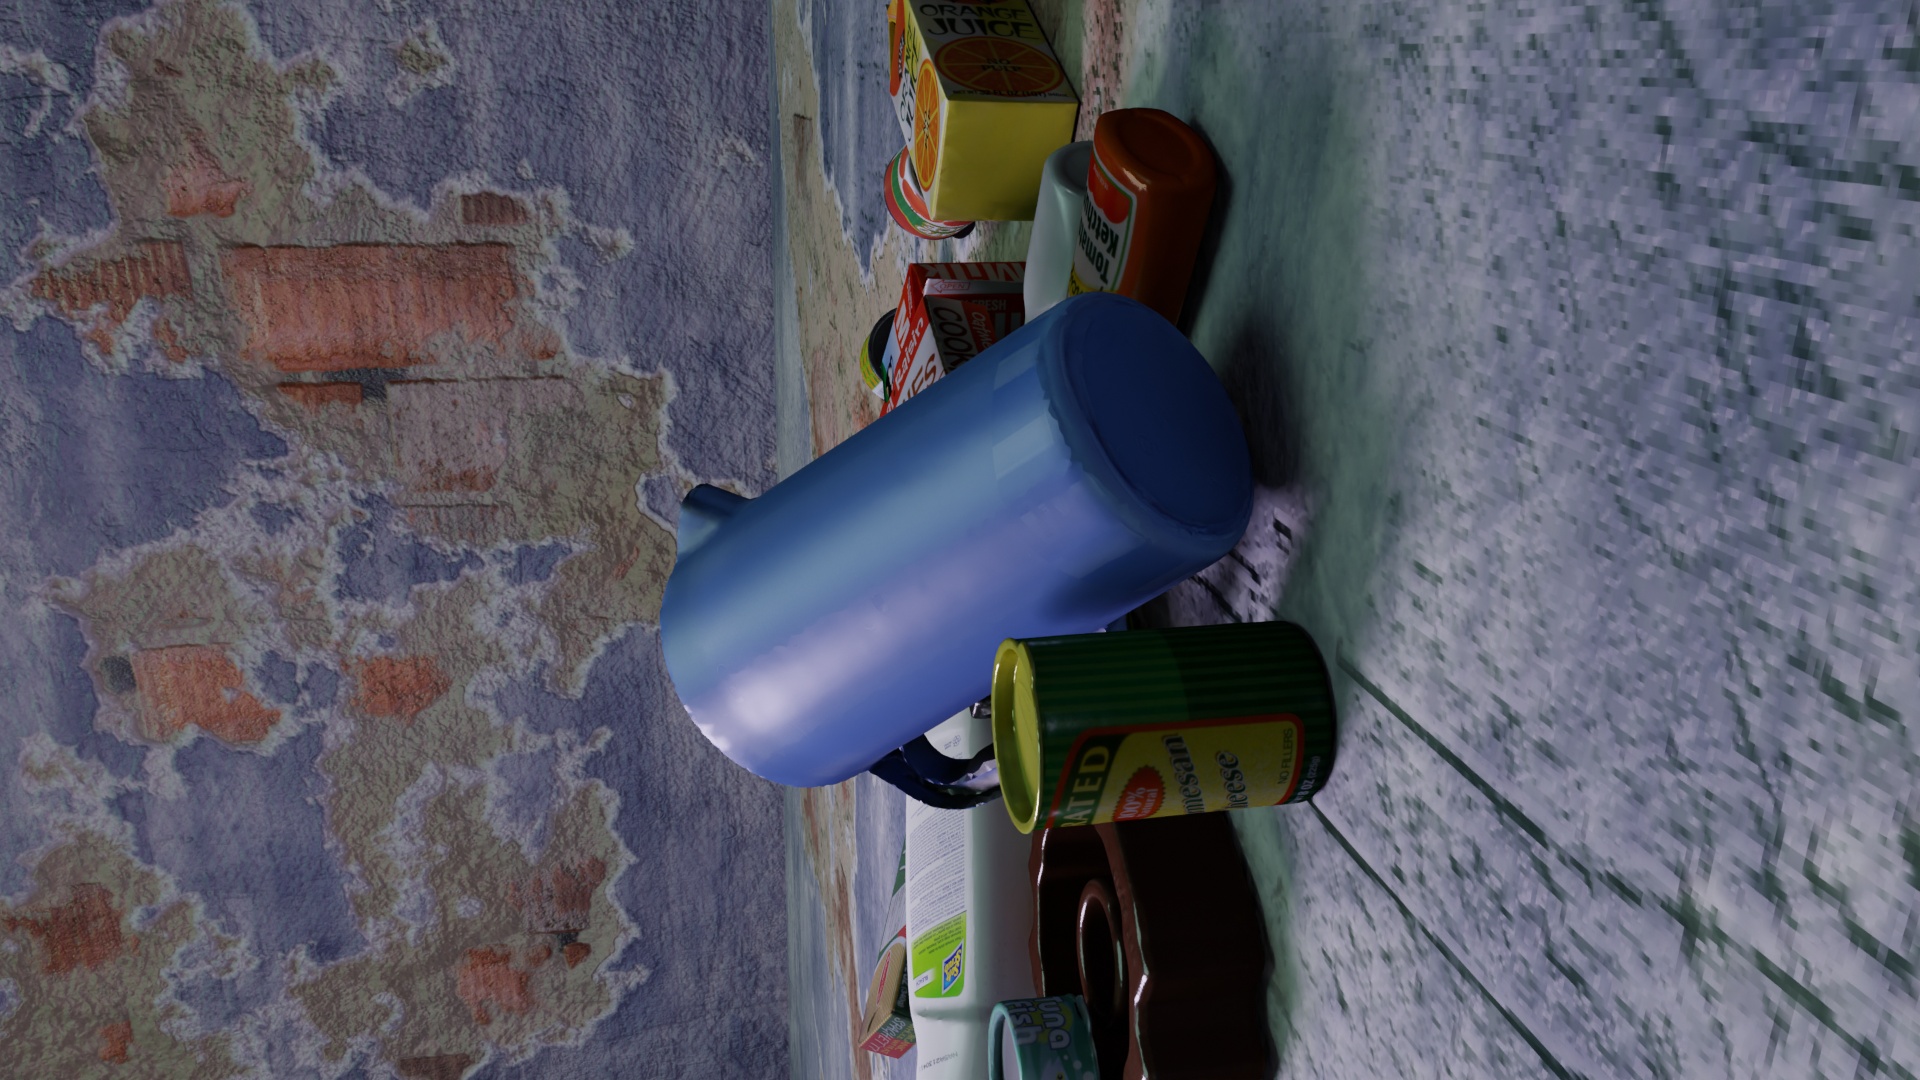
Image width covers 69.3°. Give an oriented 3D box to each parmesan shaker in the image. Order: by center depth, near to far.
[{"bbox_3d":[0.068,0.061,0.481,0.071,0.103,0.071,179,88,-78],"label":"parmesan shaker"}]

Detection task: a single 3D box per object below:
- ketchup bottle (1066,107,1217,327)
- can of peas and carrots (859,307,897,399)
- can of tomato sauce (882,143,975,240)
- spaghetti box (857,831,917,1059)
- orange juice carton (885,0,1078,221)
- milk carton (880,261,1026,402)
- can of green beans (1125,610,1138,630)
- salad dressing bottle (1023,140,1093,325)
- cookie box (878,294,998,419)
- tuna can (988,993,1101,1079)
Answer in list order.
[{"bbox_3d":[0.069,-0.103,0.589,0.148,0.043,0.065,98,158,-45],"label":"ketchup bottle"},{"bbox_3d":[-0.040,-0.142,1.050,0.058,0.071,0.071,165,102,-78],"label":"can of peas and carrots"},{"bbox_3d":[-0.009,-0.228,0.881,0.083,0.071,0.071,-164,72,-77],"label":"can of tomato sauce"},{"bbox_3d":[-0.017,0.195,0.868,0.050,0.029,0.251,-54,15,41],"label":"spaghetti box"},{"bbox_3d":[0.005,-0.261,0.788,0.193,0.072,0.072,-105,18,-45],"label":"orange juice carton"},{"bbox_3d":[-0.001,-0.114,0.849,0.190,0.072,0.073,121,144,-69],"label":"milk carton"},{"bbox_3d":[0.053,0.064,0.649,0.071,0.071,0.058,130,136,-73],"label":"can of green beans"},{"bbox_3d":[0.052,-0.119,0.667,0.146,0.044,0.064,100,162,-53],"label":"salad dressing bottle"},{"bbox_3d":[-0.008,-0.032,0.726,0.168,0.040,0.122,-105,29,-47],"label":"cookie box"},{"bbox_3d":[0.034,0.222,0.576,0.071,0.033,0.071,-179,88,-78],"label":"tuna can"}]
